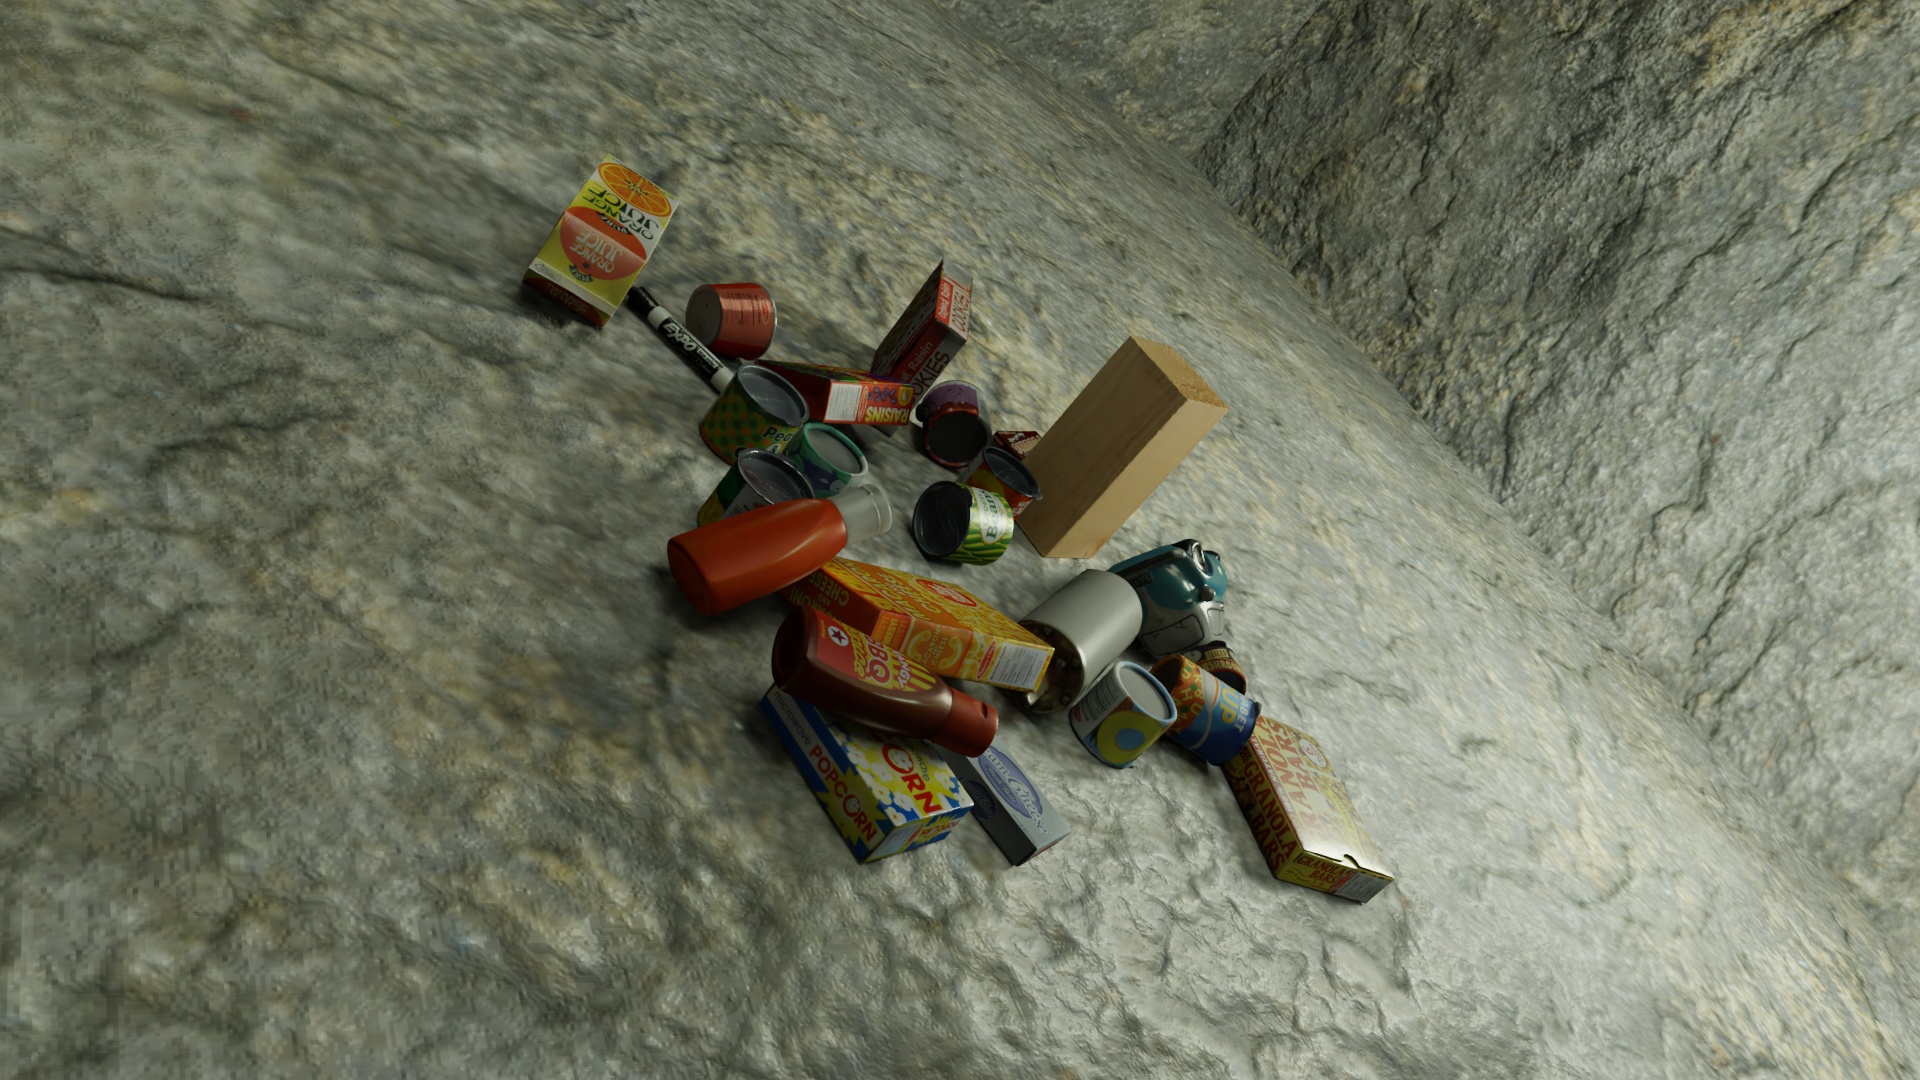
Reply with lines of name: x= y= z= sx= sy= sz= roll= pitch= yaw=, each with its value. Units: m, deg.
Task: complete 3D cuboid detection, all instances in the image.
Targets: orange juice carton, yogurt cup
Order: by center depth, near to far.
orange juice carton: x=-0.292 y=-0.237 z=1.122 sx=0.072 sy=0.072 sz=0.194 roll=32 pitch=27 yaw=-18
yogurt cup: x=-0.198 y=-0.189 z=1.188 sx=0.054 sy=0.072 sz=0.072 roll=-2 pitch=48 yaw=-45

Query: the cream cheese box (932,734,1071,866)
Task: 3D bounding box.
cream cheese box: x=0.026 y=0.172 z=0.957 sx=0.104 sy=0.024 sz=0.053 roll=50 pitch=25 yaw=19

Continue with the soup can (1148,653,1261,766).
soup can: x=0.204 y=0.143 z=1.195 sx=0.084 sy=0.071 sz=0.072 roll=33 pitch=26 yaw=-15

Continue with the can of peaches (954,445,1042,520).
can of peaches: x=0.031 y=-0.043 z=1.272 sx=0.071 sy=0.058 sz=0.071 roll=33 pitch=26 yaw=-18

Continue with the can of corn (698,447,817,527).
can of corn: x=-0.145 y=-0.024 z=0.996 sx=0.071 sy=0.058 sz=0.071 roll=32 pitch=26 yaw=-18

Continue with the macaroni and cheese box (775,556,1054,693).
macaroni and cheese box: x=-0.033 y=0.057 z=0.992 sx=0.166 sy=0.040 sz=0.124 roll=15 pitch=11 yaw=-42

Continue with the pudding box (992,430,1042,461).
pudding box: x=0.063 y=-0.086 z=1.420 sx=0.050 sy=0.030 sz=0.084 roll=51 pitch=27 yaw=19

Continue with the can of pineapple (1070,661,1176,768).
can of pineapple: x=0.133 y=0.140 z=1.116 sx=0.071 sy=0.057 sz=0.071 roll=32 pitch=26 yaw=-18

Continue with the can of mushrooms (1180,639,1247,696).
can of mushrooms: x=0.224 y=0.126 z=1.252 sx=0.071 sy=0.070 sz=0.033 roll=25 pitch=31 yaw=-30

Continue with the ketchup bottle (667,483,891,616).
ketchup bottle: x=-0.117 y=0.000 z=0.933 sx=0.149 sy=0.043 sz=0.065 roll=-22 pitch=44 yaw=-29

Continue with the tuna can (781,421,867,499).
tuna can: x=-0.113 y=-0.065 z=1.139 sx=0.071 sy=0.032 sz=0.071 roll=32 pitch=26 yaw=-18

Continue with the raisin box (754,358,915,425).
raisin box: x=-0.109 y=-0.128 z=1.197 sx=0.086 sy=0.040 sz=0.123 roll=17 pitch=12 yaw=31

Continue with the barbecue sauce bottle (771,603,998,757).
barbecue sauce bottle: x=-0.045 y=0.094 z=0.869 sx=0.148 sy=0.043 sz=0.065 roll=28 pitch=26 yaw=-25

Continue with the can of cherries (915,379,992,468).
can of cherries: x=-0.007 y=-0.110 z=1.326 sx=0.071 sy=0.071 sz=0.059 roll=29 pitch=28 yaw=-23

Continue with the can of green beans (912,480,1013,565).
can of green beans: x=0.003 y=-0.014 z=1.176 sx=0.058 sy=0.071 sz=0.071 roll=12 pitch=38 yaw=-47

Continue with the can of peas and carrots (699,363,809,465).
can of peas and carrots: x=-0.160 y=-0.094 z=1.088 sx=0.071 sy=0.058 sz=0.071 roll=32 pitch=27 yaw=-18

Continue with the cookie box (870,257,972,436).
cookie box: x=-0.041 y=-0.188 z=1.332 sx=0.040 sy=0.122 sz=0.168 roll=33 pitch=26 yaw=-15

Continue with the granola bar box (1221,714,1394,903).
granola bar box: x=0.296 y=0.229 z=1.221 sx=0.124 sy=0.039 sz=0.166 roll=23 pitch=30 yaw=-33

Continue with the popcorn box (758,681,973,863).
popcorn box: x=-0.060 y=0.135 z=0.880 sx=0.085 sy=0.038 sz=0.127 roll=1 pitch=46 yaw=-55
